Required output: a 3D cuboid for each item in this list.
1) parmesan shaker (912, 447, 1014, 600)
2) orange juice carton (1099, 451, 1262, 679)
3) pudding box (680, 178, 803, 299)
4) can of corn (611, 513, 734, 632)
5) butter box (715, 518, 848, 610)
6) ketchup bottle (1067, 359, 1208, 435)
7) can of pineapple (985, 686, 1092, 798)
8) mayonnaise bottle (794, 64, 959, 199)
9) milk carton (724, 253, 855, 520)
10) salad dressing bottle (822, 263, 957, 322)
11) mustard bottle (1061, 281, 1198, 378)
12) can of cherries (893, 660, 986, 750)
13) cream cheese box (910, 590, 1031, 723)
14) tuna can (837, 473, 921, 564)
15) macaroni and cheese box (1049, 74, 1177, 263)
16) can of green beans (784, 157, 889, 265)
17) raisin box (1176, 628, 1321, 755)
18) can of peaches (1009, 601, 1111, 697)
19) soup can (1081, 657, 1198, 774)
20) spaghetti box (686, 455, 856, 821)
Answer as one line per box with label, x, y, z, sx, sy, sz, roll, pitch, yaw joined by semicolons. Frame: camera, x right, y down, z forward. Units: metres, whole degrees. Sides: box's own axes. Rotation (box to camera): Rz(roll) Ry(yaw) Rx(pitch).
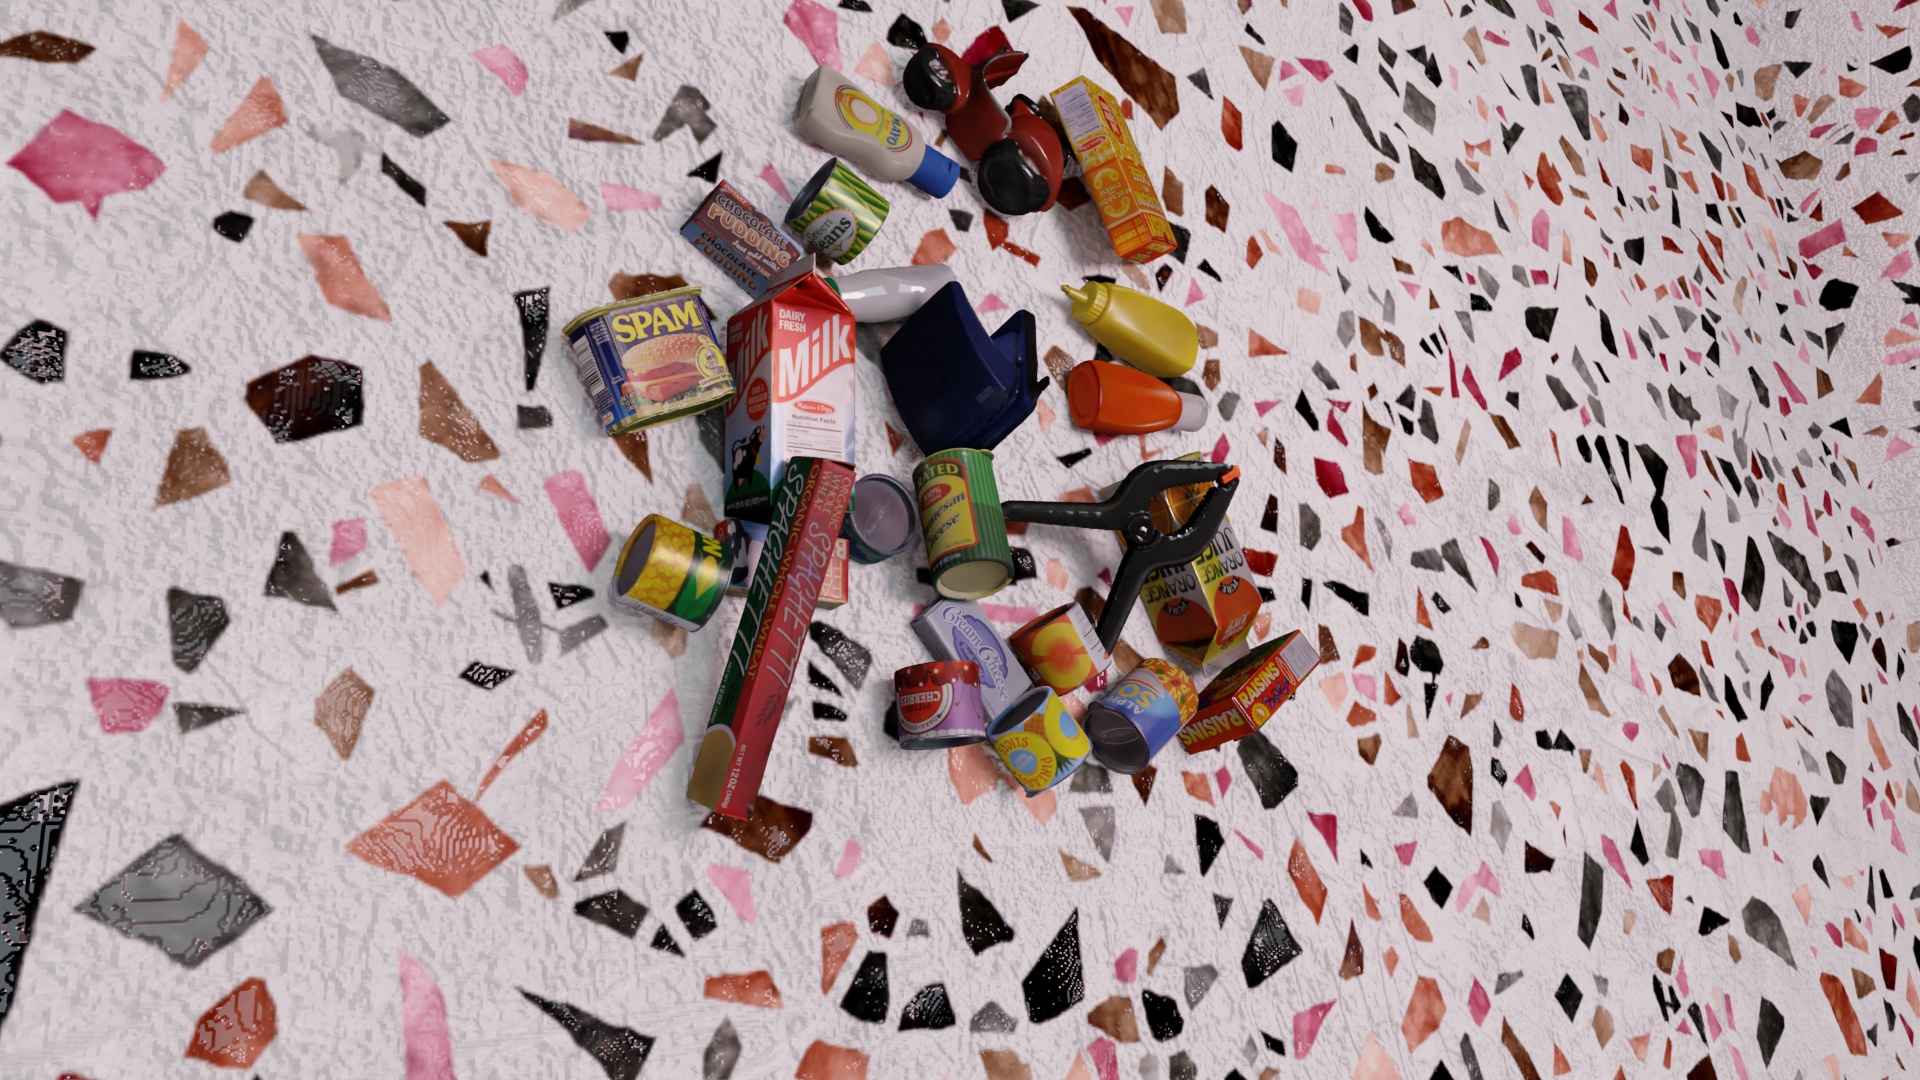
parmesan shaker;0.004;-0.014;1.094;0.071;0.071;0.103;13;51;-34
orange juice carton;0.206;0.024;1.255;0.072;0.073;0.192;-21;88;-41
pudding box;-0.169;-0.233;1.080;0.083;0.030;0.050;41;53;-20
can of corn;-0.195;0.019;0.946;0.058;0.071;0.071;26;60;-28
butter box;-0.131;0.018;1.025;0.103;0.024;0.053;10;69;-35
ketchup bottle;0.169;-0.128;1.298;0.149;0.043;0.065;5;72;-37
can of pineapple;0.061;0.158;1.097;0.058;0.070;0.071;54;50;-9
mayonnaise bottle;-0.069;-0.344;1.190;0.148;0.041;0.065;24;59;-29
milk carton;-0.126;-0.112;1.026;0.073;0.072;0.190;5;82;-37
salad dressing bottle;-0.074;-0.198;1.126;0.148;0.064;0.043;-12;113;-32
mustard bottle;0.154;-0.208;1.312;0.160;0.048;0.065;23;61;-29
can of cherries;-0.017;0.124;1.047;0.071;0.071;0.058;6;71;-37
cream cheese box;0.009;0.090;1.109;0.053;0.024;0.103;-41;101;-40
tuna can;-0.066;-0.015;1.082;0.071;0.032;0.071;14;67;-34
macaroni and cheese box;0.150;-0.353;1.333;0.166;0.040;0.124;67;22;1
can of green beans;-0.099;-0.265;1.123;0.058;0.071;0.071;37;55;-23
raisin box;0.256;0.136;1.245;0.124;0.085;0.040;-35;91;-40
can of peaches;0.079;0.091;1.138;0.071;0.071;0.058;-32;95;-40
soup can;0.151;0.145;1.173;0.084;0.071;0.071;-37;98;-40
spaghetti box;-0.128;0.062;0.944;0.028;0.050;0.250;21;82;-35
